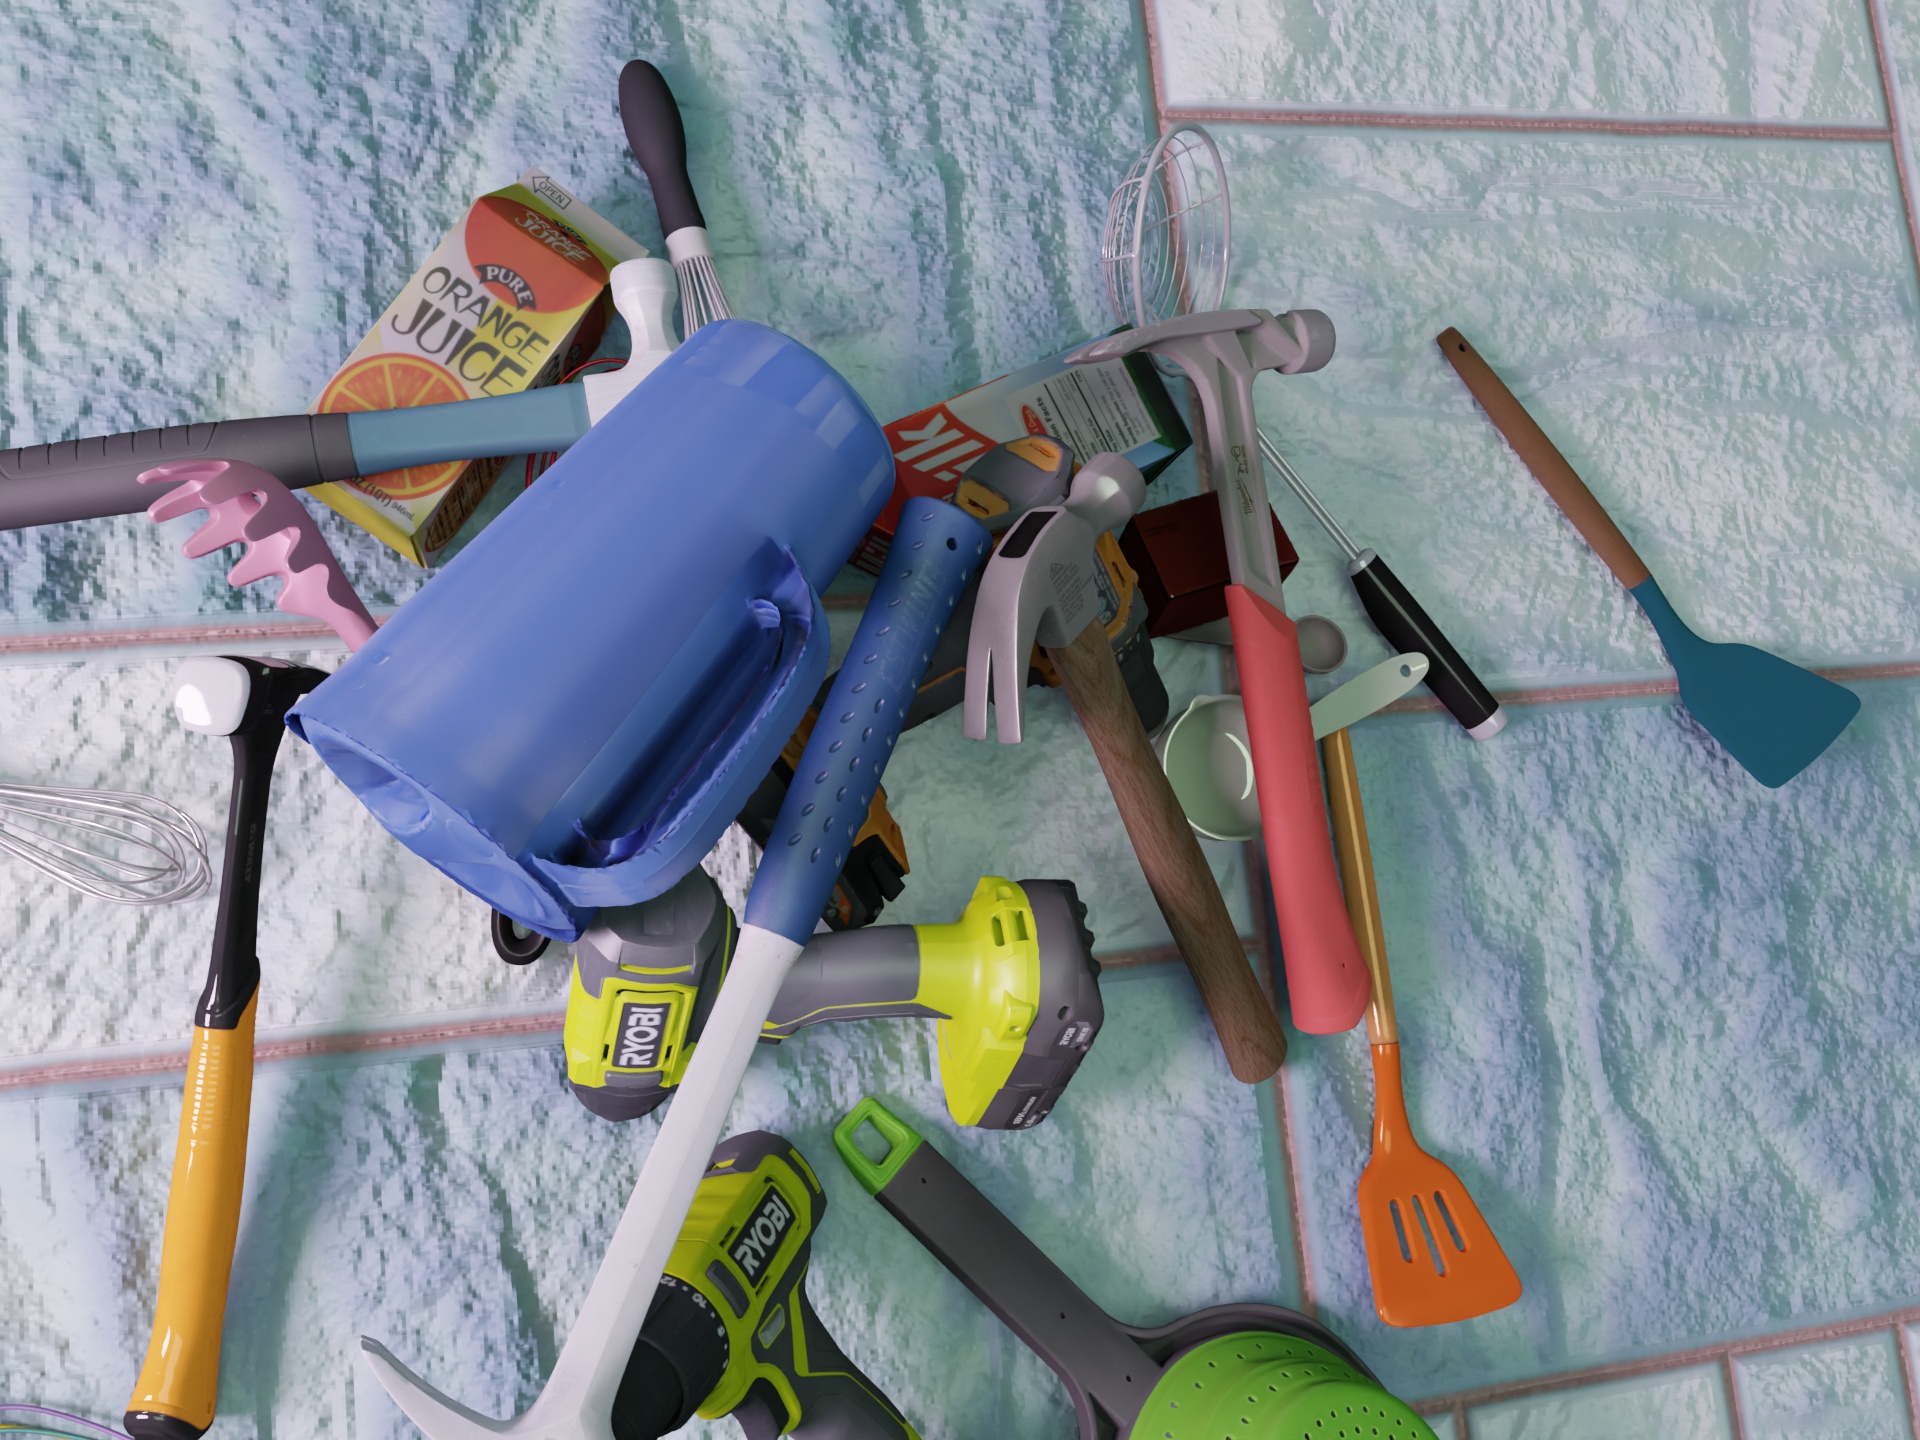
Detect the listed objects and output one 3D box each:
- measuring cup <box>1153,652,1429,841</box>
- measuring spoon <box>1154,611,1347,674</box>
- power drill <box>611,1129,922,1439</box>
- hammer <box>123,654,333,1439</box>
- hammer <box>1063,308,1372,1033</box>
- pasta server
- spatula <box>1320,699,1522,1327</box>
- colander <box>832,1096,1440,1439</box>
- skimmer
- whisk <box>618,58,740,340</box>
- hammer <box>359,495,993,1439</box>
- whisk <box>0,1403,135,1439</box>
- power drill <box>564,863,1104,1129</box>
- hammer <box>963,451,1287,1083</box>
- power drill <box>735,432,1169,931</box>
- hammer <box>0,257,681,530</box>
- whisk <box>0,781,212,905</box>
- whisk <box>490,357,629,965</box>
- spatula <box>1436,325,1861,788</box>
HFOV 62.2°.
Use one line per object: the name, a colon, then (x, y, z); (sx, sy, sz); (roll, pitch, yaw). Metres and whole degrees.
measuring cup: (0.176, 0.006, 0.847); (0.167, 0.038, 0.083); (-27, 90, -15)
measuring spoon: (0.149, -0.046, 0.865); (0.124, 0.018, 0.034); (9, 66, -5)
power drill: (-0.071, 0.311, 0.673); (0.080, 0.190, 0.228); (-32, 95, 22)
hammer: (-0.317, 0.140, 0.690); (0.034, 0.127, 0.337); (7, 90, -1)
hammer: (0.146, -0.018, 0.781); (0.149, 0.037, 0.359); (-15, 98, -31)
pasta server: (-0.229, 0.014, 0.689); (0.040, 0.060, 0.316); (-52, 123, -36)
spatula: (0.224, 0.145, 0.837); (0.081, 0.041, 0.323); (-5, 82, -13)
colander: (0.102, 0.310, 0.729); (0.397, 0.094, 0.204); (43, 52, 4)
skimmer: (0.199, -0.146, 0.851); (0.363, 0.090, 0.127); (50, 43, -4)
whisk: (-0.127, -0.208, 0.805); (0.070, 0.070, 0.285); (-14, 80, -15)
hammer: (-0.081, 0.090, 0.611); (0.144, 0.035, 0.406); (27, 70, -14)
whisk: (-0.316, 0.338, 0.677); (0.245, 0.047, 0.051); (16, 77, -14)
power drill: (-0.063, 0.131, 0.718); (0.223, 0.171, 0.080); (4, 48, -16)
hammer: (0.090, 0.050, 0.741); (0.130, 0.031, 0.331); (-47, 125, -32)
power drill: (-0.001, -0.002, 0.766); (0.226, 0.084, 0.185); (-41, 133, -9)
hammer: (-0.276, -0.118, 0.685); (0.331, 0.033, 0.128); (-11, 86, -15)
whisk: (-0.449, 0.031, 0.695); (0.246, 0.059, 0.058); (19, 41, -6)
whisk: (-0.187, -0.030, 0.761); (0.073, 0.073, 0.296); (10, 85, -12)
spatula: (0.381, -0.103, 0.912); (0.082, 0.044, 0.317); (-39, 91, -12)
